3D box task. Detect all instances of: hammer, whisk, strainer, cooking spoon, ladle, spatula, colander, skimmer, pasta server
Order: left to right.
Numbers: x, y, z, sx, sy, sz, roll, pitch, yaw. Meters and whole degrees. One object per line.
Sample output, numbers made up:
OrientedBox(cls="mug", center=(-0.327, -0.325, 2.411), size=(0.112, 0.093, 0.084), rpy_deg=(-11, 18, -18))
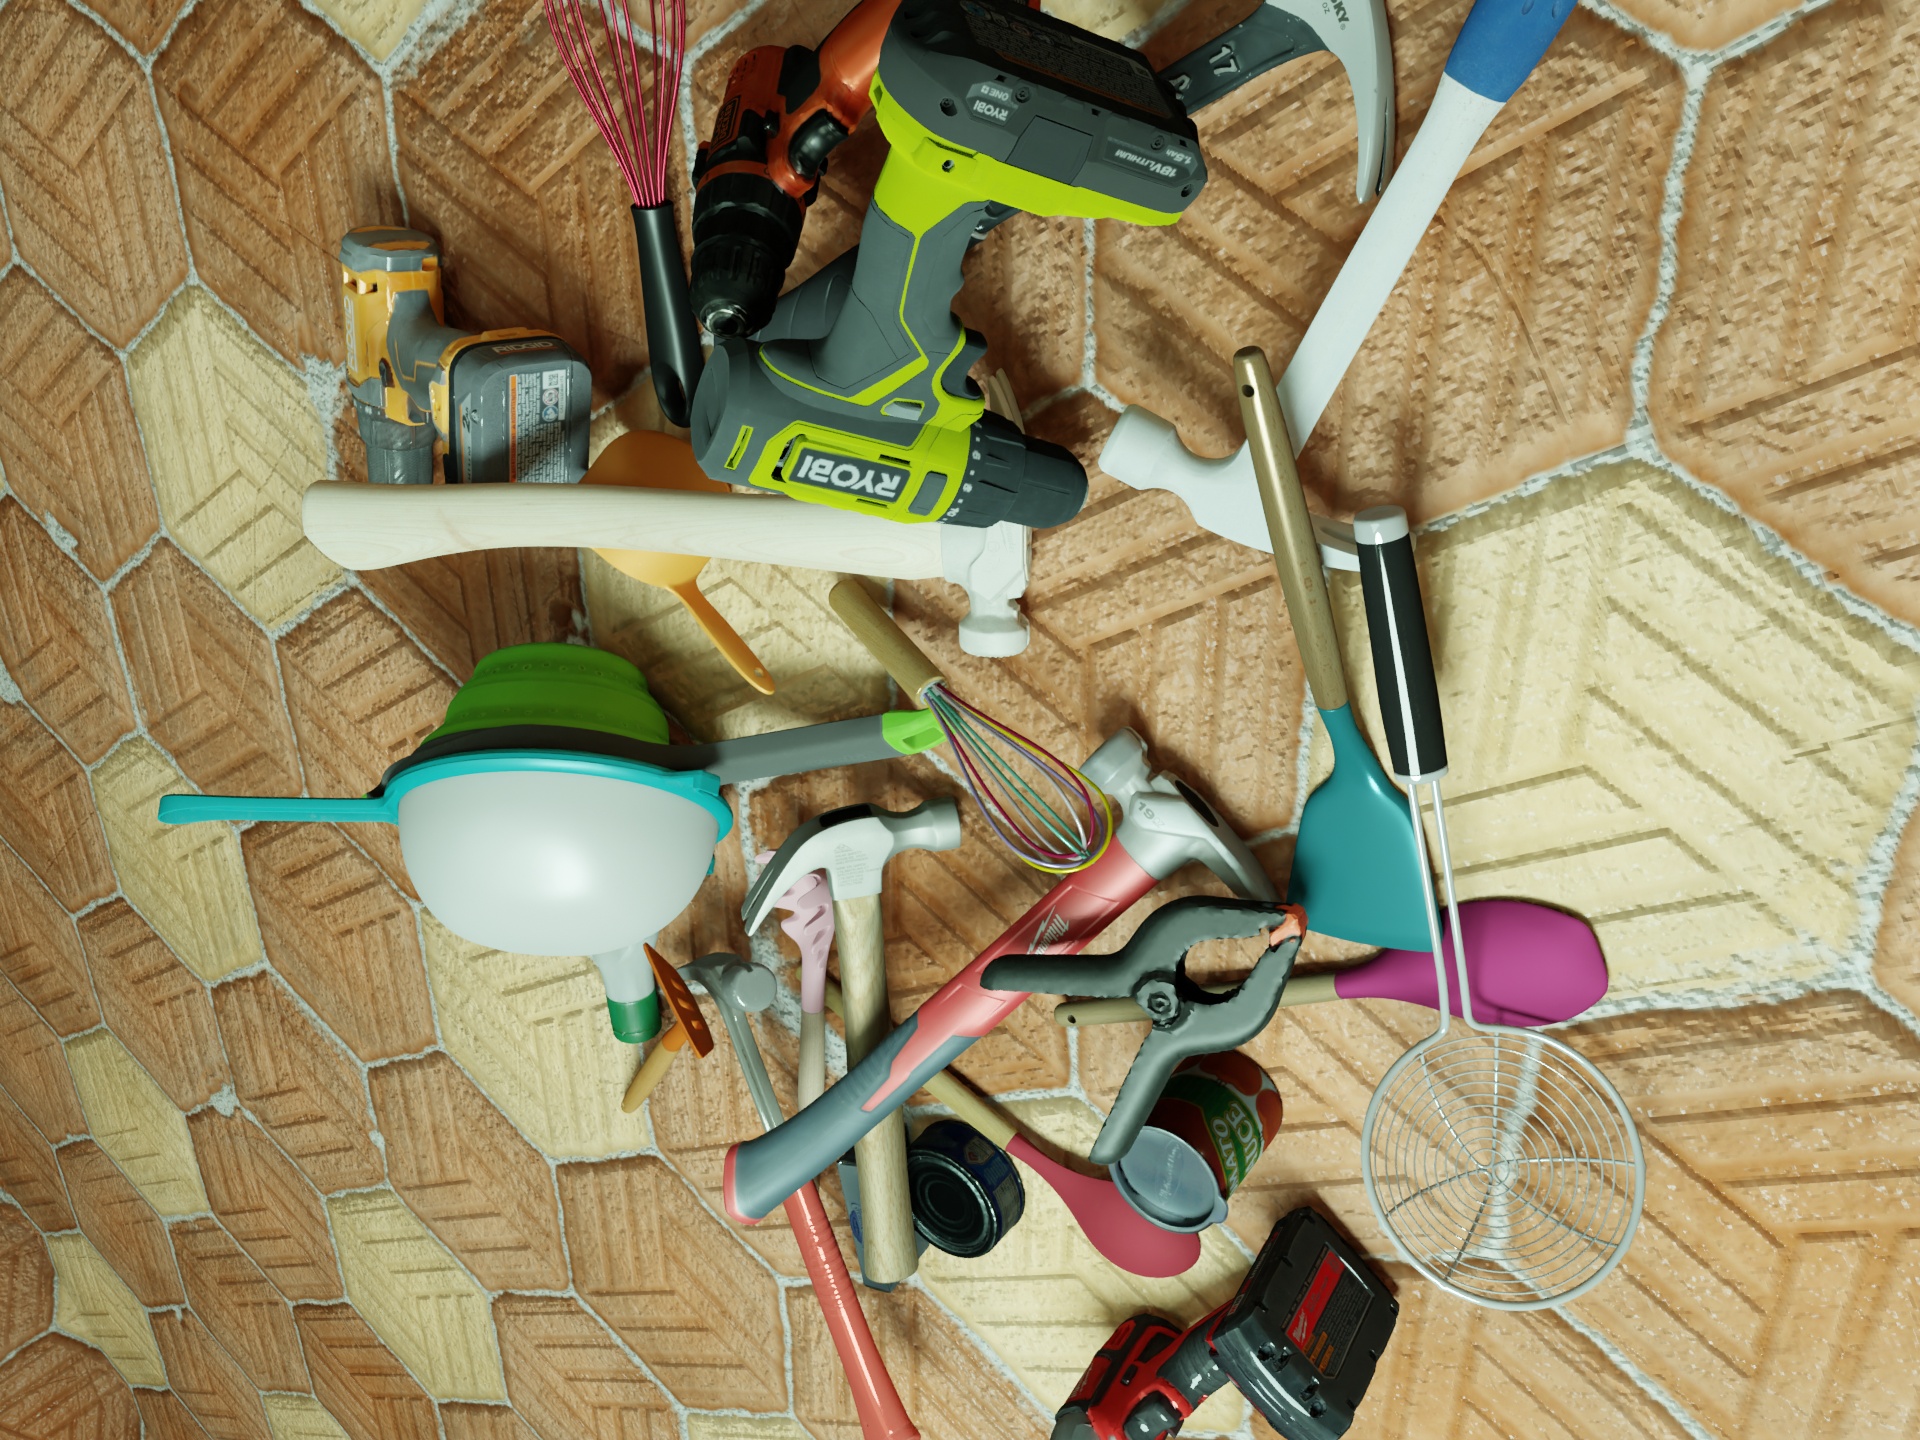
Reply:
OrientedBox(cls="strainer", center=(-0.310, 0.092, 0.966), size=(0.211, 0.340, 0.095), rpy_deg=(115, 156, -67))
OrientedBox(cls="whisk", center=(-0.171, -0.300, 0.862), size=(0.073, 0.073, 0.295), rpy_deg=(16, 127, 30))
OrientedBox(cls="spatula", center=(-0.214, 0.234, 1.110), size=(0.081, 0.041, 0.322), rpy_deg=(60, 149, 15))
OrientedBox(cls="hammer", center=(-0.165, -0.117, 0.857), size=(0.410, 0.038, 0.146), rpy_deg=(3, 111, 11))
OrientedBox(cls="colander", center=(-0.185, -0.002, 0.989), size=(0.397, 0.204, 0.095), rpy_deg=(-10, 67, 23))
OrientedBox(cls="hammer", center=(-0.109, 0.329, 1.074), size=(0.149, 0.036, 0.359), rpy_deg=(-15, 95, 61))
OrientedBox(cls="pasta server", center=(-0.104, 0.211, 1.048), size=(0.060, 0.040, 0.316), rpy_deg=(39, 136, 42))
OrientedBox(cls="hammer", center=(-0.057, 0.206, 0.973), size=(0.031, 0.130, 0.331), rpy_deg=(-123, 28, -65))
OrientedBox(cls="whisk", center=(0.000, -0.004, 0.846), size=(0.047, 0.051, 0.245), rpy_deg=(-55, 52, 16))
OrientedBox(cls="hammer", center=(0.006, 0.180, 0.891), size=(0.143, 0.038, 0.386), rpy_deg=(48, 112, 6))
OrientedBox(cls="ladle", center=(0.014, 0.249, 1.008), size=(0.316, 0.031, 0.069), rpy_deg=(34, 129, 21))
OrientedBox(cls="hammer", center=(0.018, -0.244, 0.759), size=(0.409, 0.036, 0.149), rpy_deg=(-18, 101, 41))
OrientedBox(cls="cooking spoon", center=(0.177, 0.142, 0.836), size=(0.319, 0.017, 0.068), rpy_deg=(-15, 102, 40))
OrientedBox(cls="spatula", center=(0.161, -0.022, 0.718), size=(0.082, 0.044, 0.317), rpy_deg=(8, 135, 36))
OrientedBox(cls="skimmer", center=(0.221, 0.088, 0.700), size=(0.127, 0.090, 0.363), rpy_deg=(-13, 110, 5))
OrientedBox(cls="hammer", center=(0.193, -0.225, 0.597), size=(0.144, 0.035, 0.405), rpy_deg=(28, 130, 3))

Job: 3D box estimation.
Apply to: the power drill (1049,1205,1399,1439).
OrientedBox(cls="power drill", center=(0.133, 0.376, 0.902), size=(0.078, 0.143, 0.219), rpy_deg=(47, 129, 5))

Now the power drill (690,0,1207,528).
OrientedBox(cls="power drill", center=(0.007, -0.178, 0.689), size=(0.228, 0.190, 0.080), rpy_deg=(-58, 34, 39))

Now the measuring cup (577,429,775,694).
OrientedBox(cls="measuring cup", center=(-0.149, -0.095, 0.916), size=(0.174, 0.095, 0.052), rpy_deg=(51, 123, 11))

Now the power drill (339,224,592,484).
OrientedBox(cls="power drill", center=(-0.318, -0.187, 0.991), size=(0.226, 0.084, 0.185), rpy_deg=(37, 131, 37))
